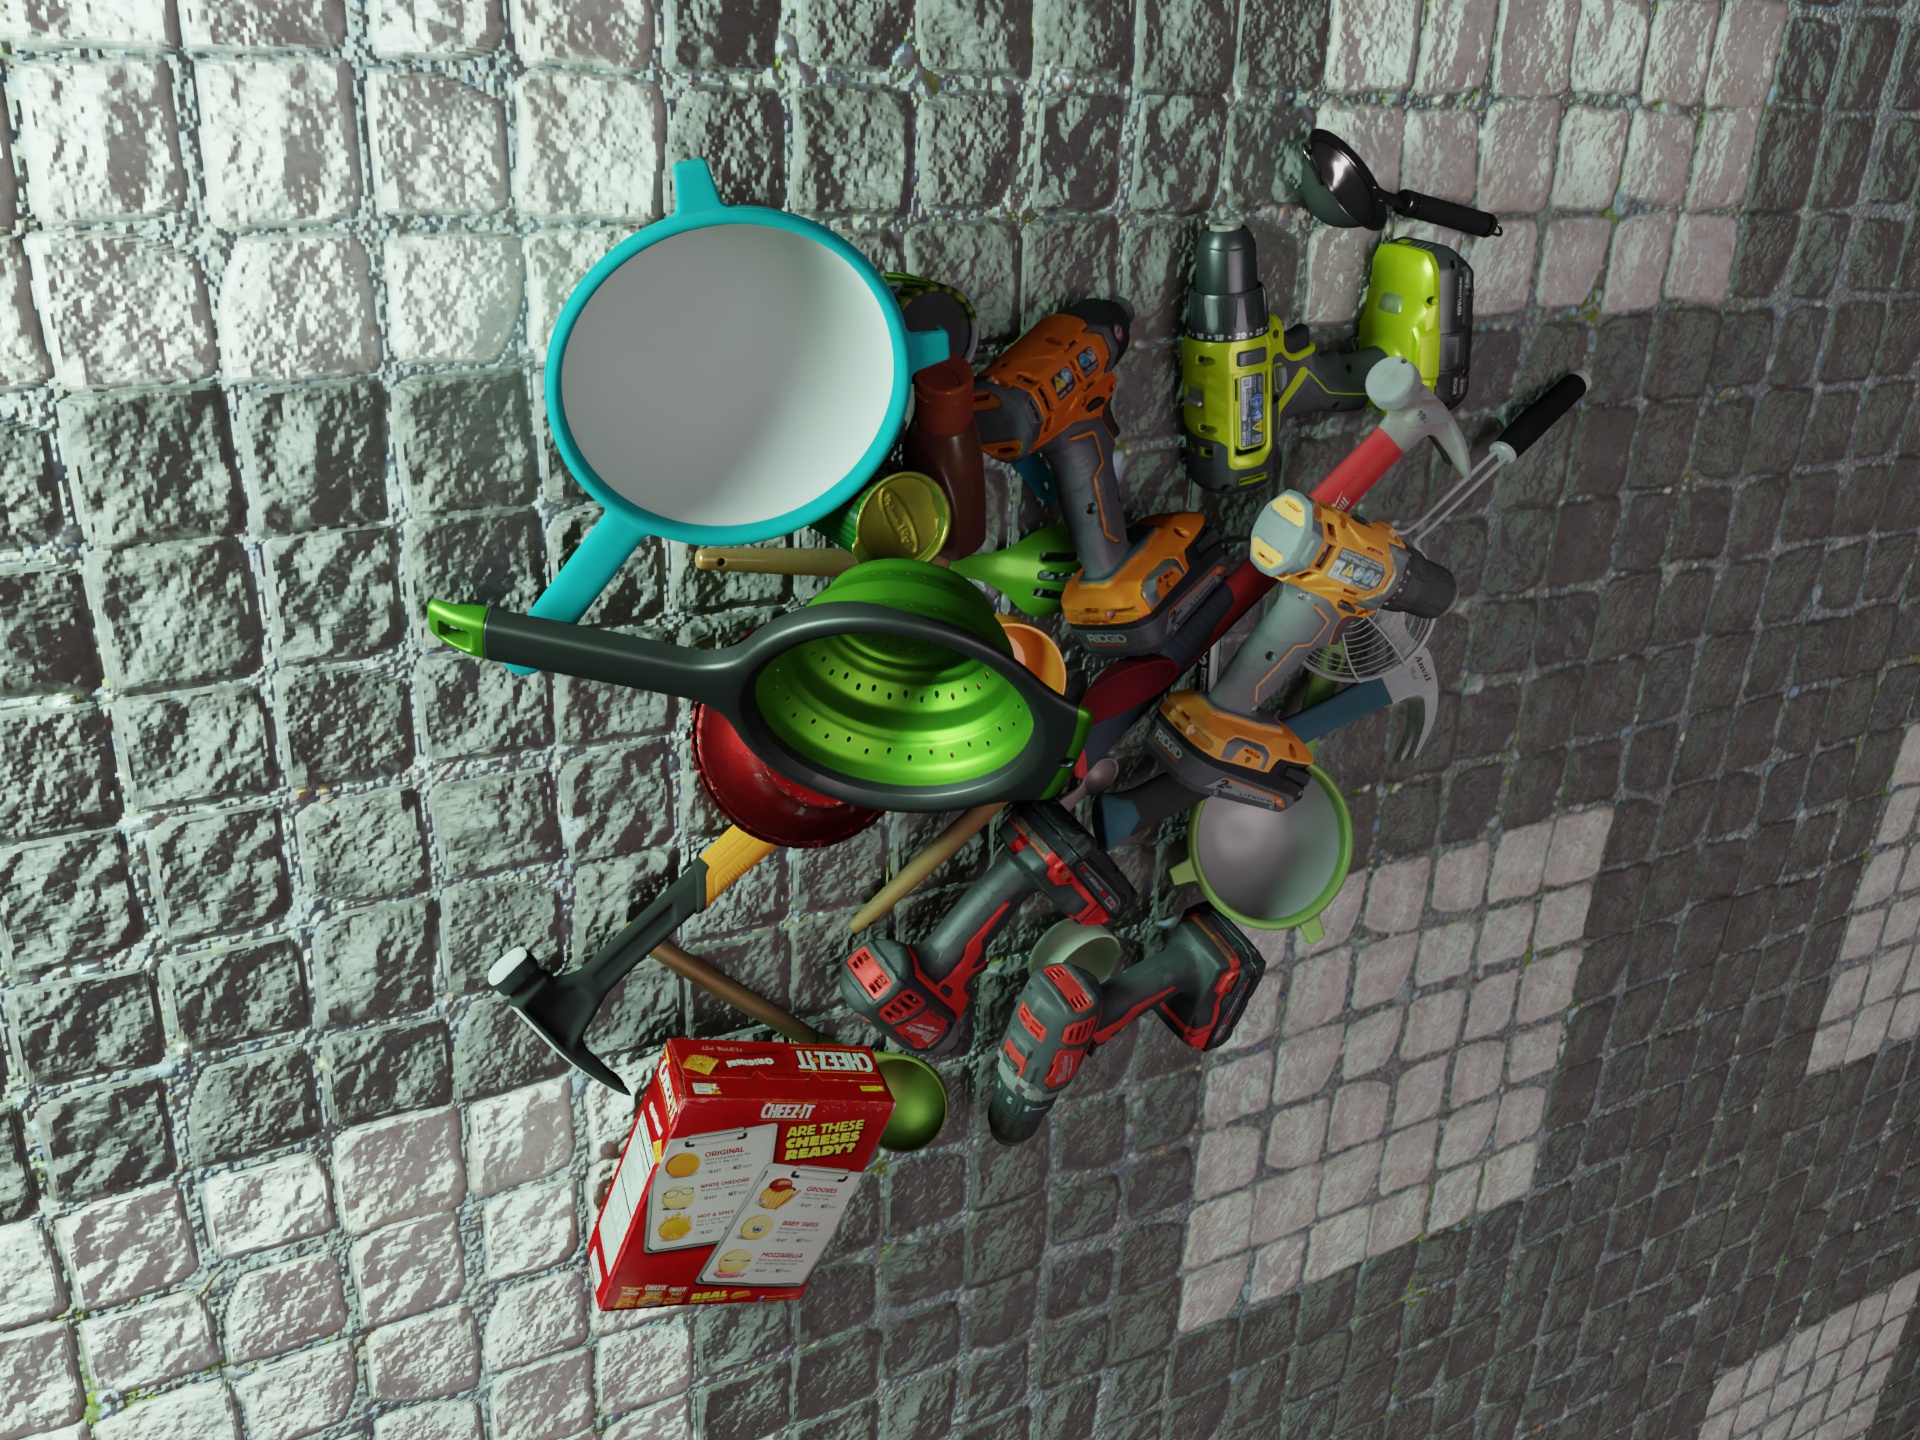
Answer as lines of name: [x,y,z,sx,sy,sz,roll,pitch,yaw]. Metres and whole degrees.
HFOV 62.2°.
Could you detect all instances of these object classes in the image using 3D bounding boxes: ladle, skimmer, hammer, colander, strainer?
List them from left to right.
strainer: [-0.181,-0.171,0.963,0.210,0.095,0.340,27,116,-35]
hammer: [-0.158,0.104,1.105,0.337,0.034,0.127,-43,112,-12]
colander: [-0.116,-0.049,0.976,0.397,0.095,0.204,12,146,-6]
ladle: [-0.127,0.235,1.185,0.078,0.062,0.319,-43,125,11]
ladle: [0.034,0.053,1.181,0.315,0.031,0.069,-42,151,8]
hammer: [0.224,-0.096,1.214,0.386,0.038,0.143,-46,139,10]
hammer: [0.248,0.018,1.286,0.331,0.033,0.128,-24,89,-17]
strainer: [0.266,0.050,1.343,0.151,0.069,0.256,24,80,-14]
strainer: [0.328,-0.387,1.193,0.258,0.050,0.087,-1,68,-36]
skimmer: [0.406,-0.172,1.321,0.363,0.127,0.090,-40,158,-24]

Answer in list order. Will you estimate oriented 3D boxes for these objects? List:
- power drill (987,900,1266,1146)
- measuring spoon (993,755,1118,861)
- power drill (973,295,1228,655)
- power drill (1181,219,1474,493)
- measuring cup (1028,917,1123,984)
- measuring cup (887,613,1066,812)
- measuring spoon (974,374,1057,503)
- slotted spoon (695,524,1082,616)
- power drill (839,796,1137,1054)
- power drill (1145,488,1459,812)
power drill: [0.123,0.251,1.290,0.226,0.080,0.187,-15,138,-34]
measuring spoon: [0.072,0.068,1.259,0.124,0.018,0.034,-39,138,-3]
power drill: [0.103,-0.177,1.110,0.164,0.084,0.226,-47,121,-31]
power drill: [0.265,-0.285,1.179,0.228,0.080,0.190,-18,120,-21]
measuring cup: [0.087,0.228,1.329,0.083,0.038,0.167,-22,138,-28]
measuring cup: [-0.002,-0.004,1.154,0.173,0.052,0.095,-46,113,4]
measuring spoon: [0.032,-0.195,1.118,0.042,0.021,0.128,-57,137,-12]
slotted spoon: [-0.034,-0.107,1.107,0.313,0.031,0.070,-1,110,-29]
power drill: [0.022,0.168,1.225,0.219,0.079,0.143,-42,138,-3]
power drill: [0.260,-0.046,1.183,0.185,0.084,0.226,14,112,-33]
